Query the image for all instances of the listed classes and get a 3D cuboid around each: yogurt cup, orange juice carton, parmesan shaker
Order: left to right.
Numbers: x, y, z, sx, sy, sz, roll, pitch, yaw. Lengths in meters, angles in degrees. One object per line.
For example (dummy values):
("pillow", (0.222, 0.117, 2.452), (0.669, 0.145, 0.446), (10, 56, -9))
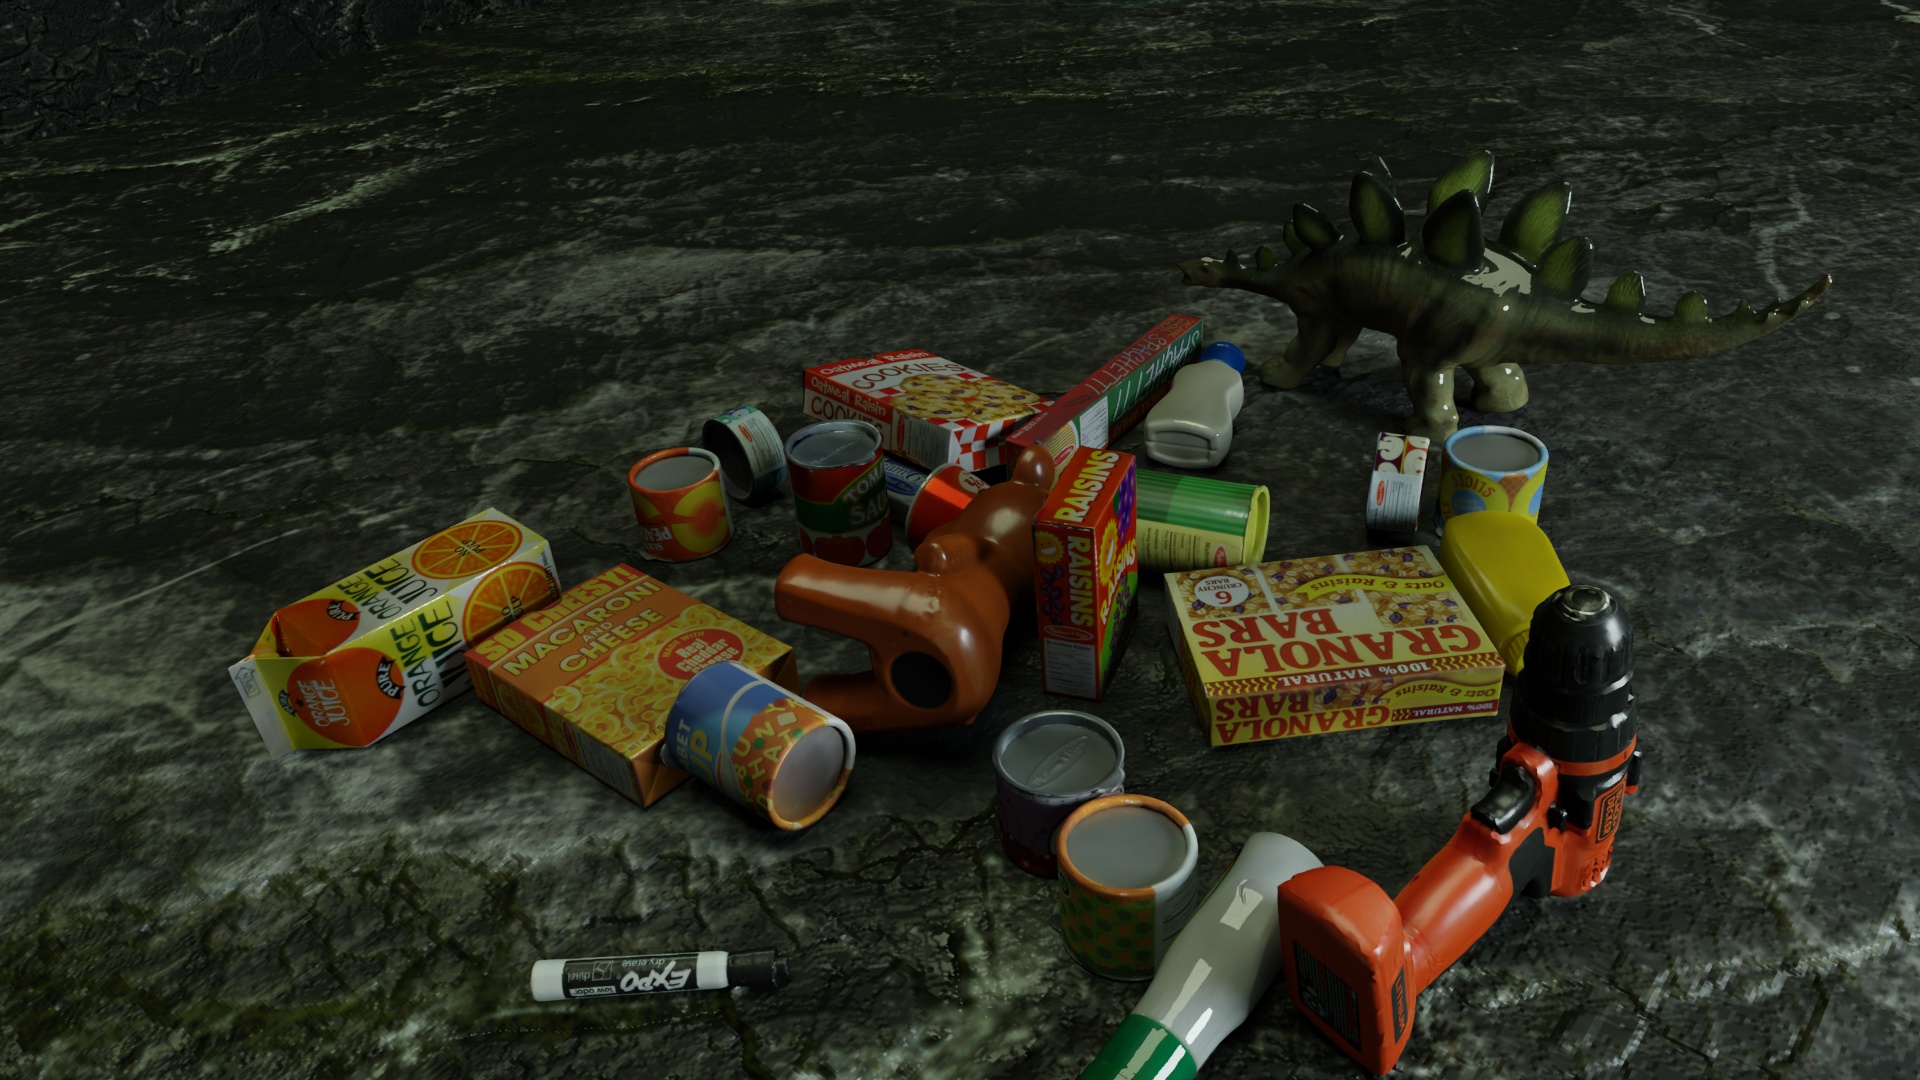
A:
("orange juice carton", (-0.348, 0.060, 0.864), (0.073, 0.071, 0.193), (23, 42, 38))
("yogurt cup", (0.003, -0.012, 0.932), (0.054, 0.072, 0.073), (26, 44, 27))
("parmesan shaker", (0.143, -0.013, 0.904), (0.103, 0.071, 0.072), (10, 36, 23))

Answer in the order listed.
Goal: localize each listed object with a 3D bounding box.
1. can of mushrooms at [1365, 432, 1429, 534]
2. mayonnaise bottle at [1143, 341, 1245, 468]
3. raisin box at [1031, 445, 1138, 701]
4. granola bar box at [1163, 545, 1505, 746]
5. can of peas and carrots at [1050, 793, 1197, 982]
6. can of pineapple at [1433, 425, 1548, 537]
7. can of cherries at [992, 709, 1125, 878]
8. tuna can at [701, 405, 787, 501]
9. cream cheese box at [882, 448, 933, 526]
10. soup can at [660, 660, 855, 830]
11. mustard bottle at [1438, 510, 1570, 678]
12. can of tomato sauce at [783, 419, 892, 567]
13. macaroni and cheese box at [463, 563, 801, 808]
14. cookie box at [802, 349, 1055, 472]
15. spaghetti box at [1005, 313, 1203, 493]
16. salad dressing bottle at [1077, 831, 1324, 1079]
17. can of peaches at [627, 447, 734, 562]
("can of mushrooms", (0.292, -0.039, 0.929), (0.033, 0.070, 0.071), (8, 35, 20))
("mayonnaise bottle", (0.188, -0.107, 1.073), (0.065, 0.041, 0.149), (10, 35, 19))
("raisin box", (0.075, 0.019, 0.819), (0.040, 0.122, 0.086), (9, 36, 21))
("granola bar box", (0.212, 0.059, 0.814), (0.166, 0.038, 0.125), (-6, 32, -1))
("can of peas and carrots", (0.077, 0.162, 0.658), (0.071, 0.058, 0.071), (-4, 33, 2))
("can of pineapple", (0.351, -0.036, 0.922), (0.071, 0.057, 0.071), (-4, 33, 3))
("can of cherries", (0.053, 0.131, 0.710), (0.071, 0.058, 0.072), (-3, 32, 2))
("tuna can", (-0.162, -0.064, 1.036), (0.033, 0.070, 0.071), (-28, 39, -33))
("cream cheese box", (-0.037, -0.037, 1.010), (0.104, 0.024, 0.053), (26, 43, 38))
("soup can", (-0.110, 0.113, 0.755), (0.084, 0.071, 0.072), (22, 42, 35))
("mustard bottle", (0.328, 0.042, 0.816), (0.065, 0.048, 0.161), (-3, 34, 4))
("can of tomato sauce", (-0.081, -0.031, 0.954), (0.071, 0.082, 0.071), (-4, 33, 3))
("macaroni and cheese box", (-0.199, 0.080, 0.841), (0.166, 0.040, 0.124), (22, 41, 35))
("cookie box", (-0.022, -0.102, 1.070), (0.123, 0.040, 0.168), (-16, 32, -42))
("spaghetti box", (0.117, -0.107, 1.073), (0.029, 0.050, 0.251), (19, 40, 31))
("salad dressing bottle", (0.108, 0.193, 0.609), (0.044, 0.064, 0.148), (29, 53, 28))
("can of peaches", (-0.200, -0.025, 0.986), (0.071, 0.057, 0.071), (-3, 33, 2))
